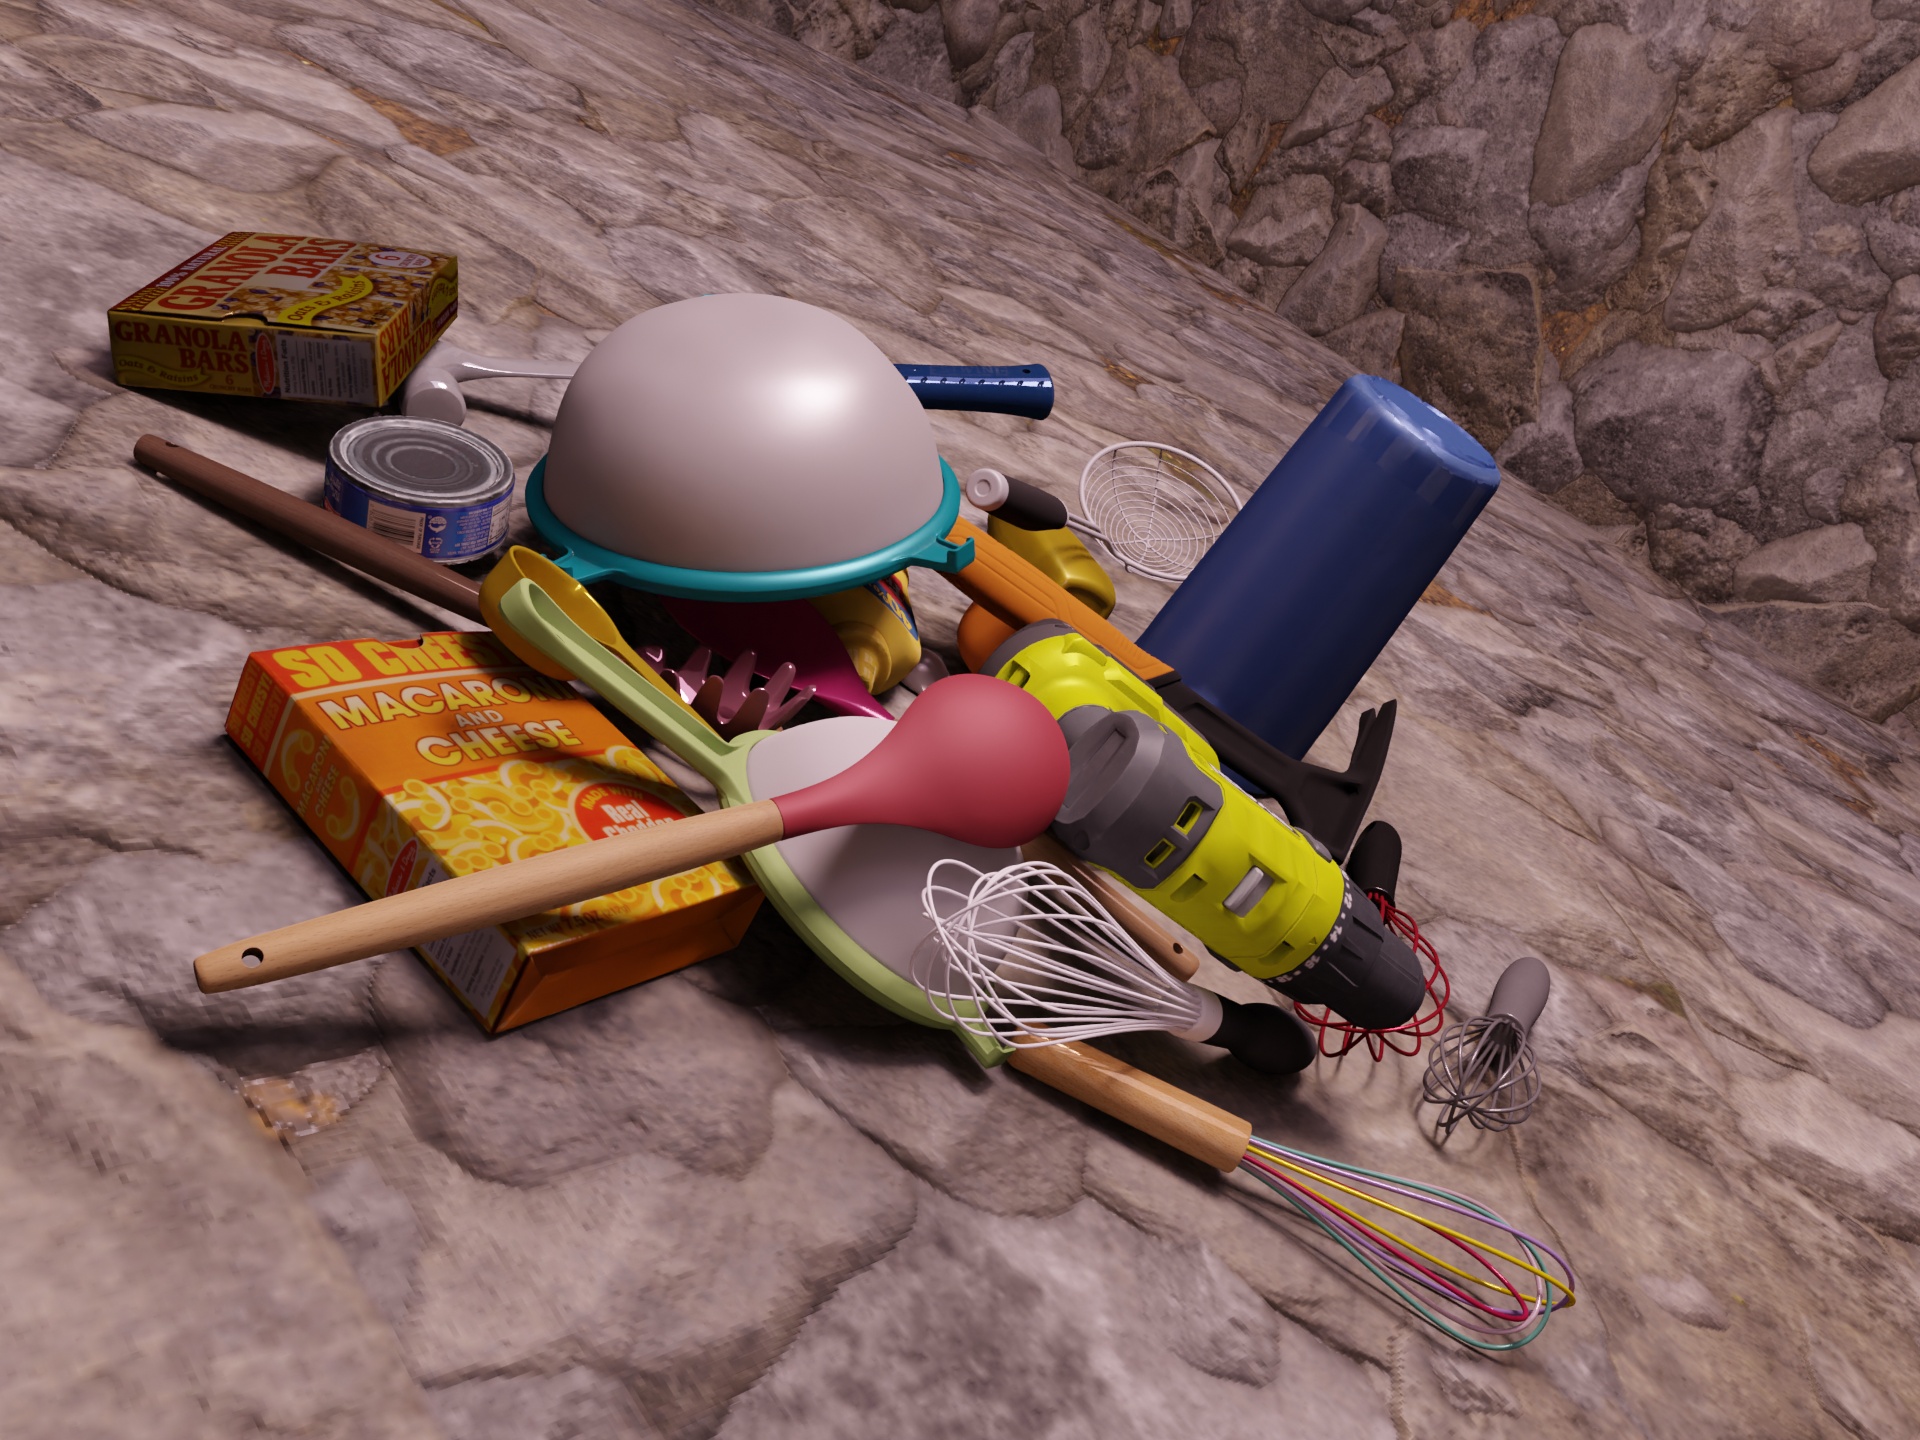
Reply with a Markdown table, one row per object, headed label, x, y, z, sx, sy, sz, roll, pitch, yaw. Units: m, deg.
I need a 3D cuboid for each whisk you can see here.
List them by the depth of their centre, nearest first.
| label | x | y | z | sx | sy | sz | roll | pitch | yaw |
| --- | --- | --- | --- | --- | --- | --- | --- | --- | --- |
| whisk | 0.076 | 0.111 | 0.630 | 0.284 | 0.070 | 0.070 | 28 | 18 | -48 |
| whisk | 0.129 | 0.182 | 0.634 | 0.245 | 0.051 | 0.047 | 26 | 4 | 1 |
| whisk | 0.281 | 0.159 | 0.823 | 0.055 | 0.055 | 0.239 | 38 | 21 | 17 |
| whisk | 0.220 | 0.106 | 0.846 | 0.073 | 0.073 | 0.296 | 32 | 20 | 6 |

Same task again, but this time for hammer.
| label | x | y | z | sx | sy | sz | roll | pitch | yaw |
| --- | --- | --- | --- | --- | --- | --- | --- | --- | --- |
| hammer | 0.087 | -0.040 | 0.868 | 0.336 | 0.034 | 0.127 | 33 | 68 | -10 |
| hammer | -0.134 | -0.212 | 0.972 | 0.405 | 0.035 | 0.144 | -3 | 36 | -24 |

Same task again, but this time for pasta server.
| label | x | y | z | sx | sy | sz | roll | pitch | yaw |
| --- | --- | --- | --- | --- | --- | --- | --- | --- | --- |
| pasta server | -0.215 | -0.061 | 0.699 | 0.316 | 0.040 | 0.060 | 25 | 15 | 1 |

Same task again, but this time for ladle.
| label | x | y | z | sx | sy | sz | roll | pitch | yaw |
| --- | --- | --- | --- | --- | --- | --- | --- | --- | --- |
| ladle | -0.087 | 0.039 | 0.533 | 0.315 | 0.031 | 0.069 | -15 | 78 | -30 |

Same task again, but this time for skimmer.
| label | x | y | z | sx | sy | sz | roll | pitch | yaw |
| --- | --- | --- | --- | --- | --- | --- | --- | --- | --- |
| skimmer | 0.096 | -0.147 | 1.013 | 0.127 | 0.090 | 0.363 | 47 | 16 | 14 |

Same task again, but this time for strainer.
| label | x | y | z | sx | sy | sz | roll | pitch | yaw |
| --- | --- | --- | --- | --- | --- | --- | --- | --- | --- |
| strainer | -0.057 | 0.014 | 0.614 | 0.256 | 0.069 | 0.152 | 41 | 17 | -27 |
| strainer | -0.115 | -0.183 | 0.810 | 0.211 | 0.095 | 0.341 | -4 | 36 | -11 |

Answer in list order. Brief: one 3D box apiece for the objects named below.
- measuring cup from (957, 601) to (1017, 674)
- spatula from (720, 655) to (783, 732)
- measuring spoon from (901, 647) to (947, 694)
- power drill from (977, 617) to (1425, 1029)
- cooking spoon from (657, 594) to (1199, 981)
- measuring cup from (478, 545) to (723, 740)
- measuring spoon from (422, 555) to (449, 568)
| label | x | y | z | sx | sy | sz | roll | pitch | yaw |
| --- | --- | --- | --- | --- | --- | --- | --- | --- | --- |
| measuring cup | 0.006 | -0.065 | 0.919 | 0.173 | 0.052 | 0.095 | 34 | 25 | -11 |
| spatula | -0.107 | -0.014 | 0.765 | 0.082 | 0.044 | 0.318 | 14 | 34 | -32 |
| measuring spoon | -0.001 | -0.003 | 0.858 | 0.034 | 0.018 | 0.124 | 9 | 33 | -38 |
| power drill | 0.101 | 0.046 | 0.726 | 0.190 | 0.080 | 0.229 | 36 | 6 | -23 |
| cooking spoon | -0.015 | 0.021 | 0.752 | 0.319 | 0.017 | 0.069 | 38 | 40 | 1 |
| measuring cup | -0.133 | -0.006 | 0.646 | 0.156 | 0.029 | 0.062 | 46 | 7 | -13 |
| measuring spoon | -0.254 | -0.094 | 0.768 | 0.021 | 0.011 | 0.117 | 18 | 27 | -23 |
